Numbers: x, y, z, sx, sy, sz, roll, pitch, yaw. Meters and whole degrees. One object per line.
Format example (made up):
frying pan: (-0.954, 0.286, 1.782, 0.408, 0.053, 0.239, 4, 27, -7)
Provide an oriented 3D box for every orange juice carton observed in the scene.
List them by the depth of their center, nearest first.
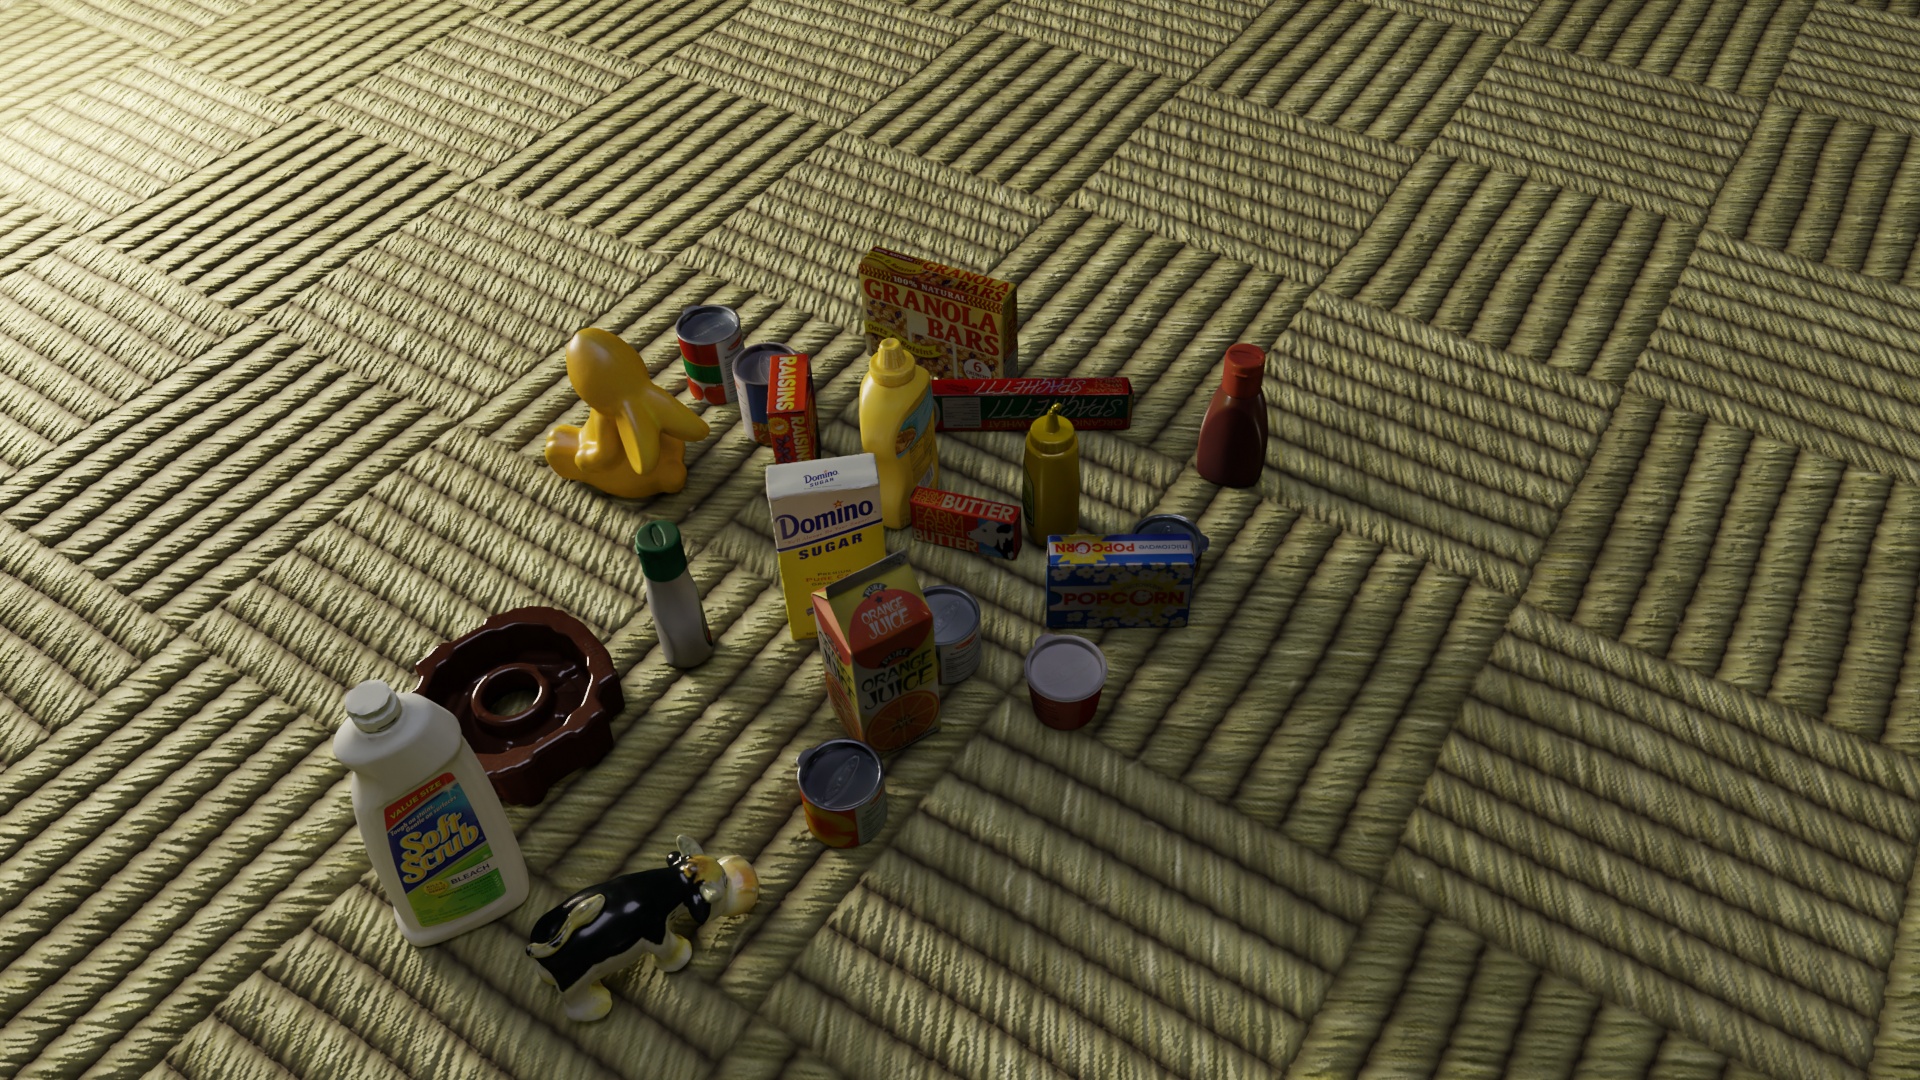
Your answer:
orange juice carton: (-0.067, 0.085, 1.100, 0.072, 0.191, 0.073, -24, 50, -19)

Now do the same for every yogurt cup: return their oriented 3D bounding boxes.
yogurt cup: (0.087, 0.121, 1.154, 0.072, 0.053, 0.073, -1, 47, 1)

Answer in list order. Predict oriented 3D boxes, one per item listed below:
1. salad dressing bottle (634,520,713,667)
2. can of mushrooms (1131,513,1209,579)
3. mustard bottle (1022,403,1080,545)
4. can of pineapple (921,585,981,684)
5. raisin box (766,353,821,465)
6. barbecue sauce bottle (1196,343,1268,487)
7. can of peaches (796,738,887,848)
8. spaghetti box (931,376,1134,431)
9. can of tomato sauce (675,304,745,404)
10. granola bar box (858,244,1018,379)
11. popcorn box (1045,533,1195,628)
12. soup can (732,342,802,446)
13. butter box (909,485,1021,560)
salad dressing bottle: (-0.243, 0.046, 1.174, 0.044, 0.146, 0.064, -18, 49, -14)
can of mushrooms: (0.190, 0.010, 1.268, 0.071, 0.033, 0.071, -1, 47, 1)
mustard bottle: (0.082, -0.066, 1.258, 0.049, 0.159, 0.065, -10, 47, -7)
can of pineapple: (-0.016, 0.080, 1.194, 0.071, 0.057, 0.071, -1, 47, 1)
raisin box: (-0.158, -0.105, 1.330, 0.040, 0.122, 0.086, -3, 47, 0)
barbecue sauce bottle: (0.260, -0.117, 1.306, 0.065, 0.147, 0.044, 14, 49, 15)
can of peaches: (-0.093, 0.197, 1.087, 0.071, 0.057, 0.071, -1, 47, 1)
spaghetti box: (0.048, -0.137, 1.401, 0.250, 0.050, 0.029, -1, 47, 2)
can of tomato sauce: (-0.258, -0.193, 1.445, 0.071, 0.082, 0.071, -1, 47, 1)
granola bar box: (-0.021, -0.227, 1.439, 0.166, 0.123, 0.039, 20, 51, 20)
popcorn box: (0.138, 0.036, 1.211, 0.127, 0.084, 0.038, -1, 47, 2)
soup can: (-0.188, -0.147, 1.398, 0.071, 0.083, 0.072, -1, 47, 1)
butter box: (0.005, -0.016, 1.287, 0.103, 0.052, 0.024, 12, 49, 14)
